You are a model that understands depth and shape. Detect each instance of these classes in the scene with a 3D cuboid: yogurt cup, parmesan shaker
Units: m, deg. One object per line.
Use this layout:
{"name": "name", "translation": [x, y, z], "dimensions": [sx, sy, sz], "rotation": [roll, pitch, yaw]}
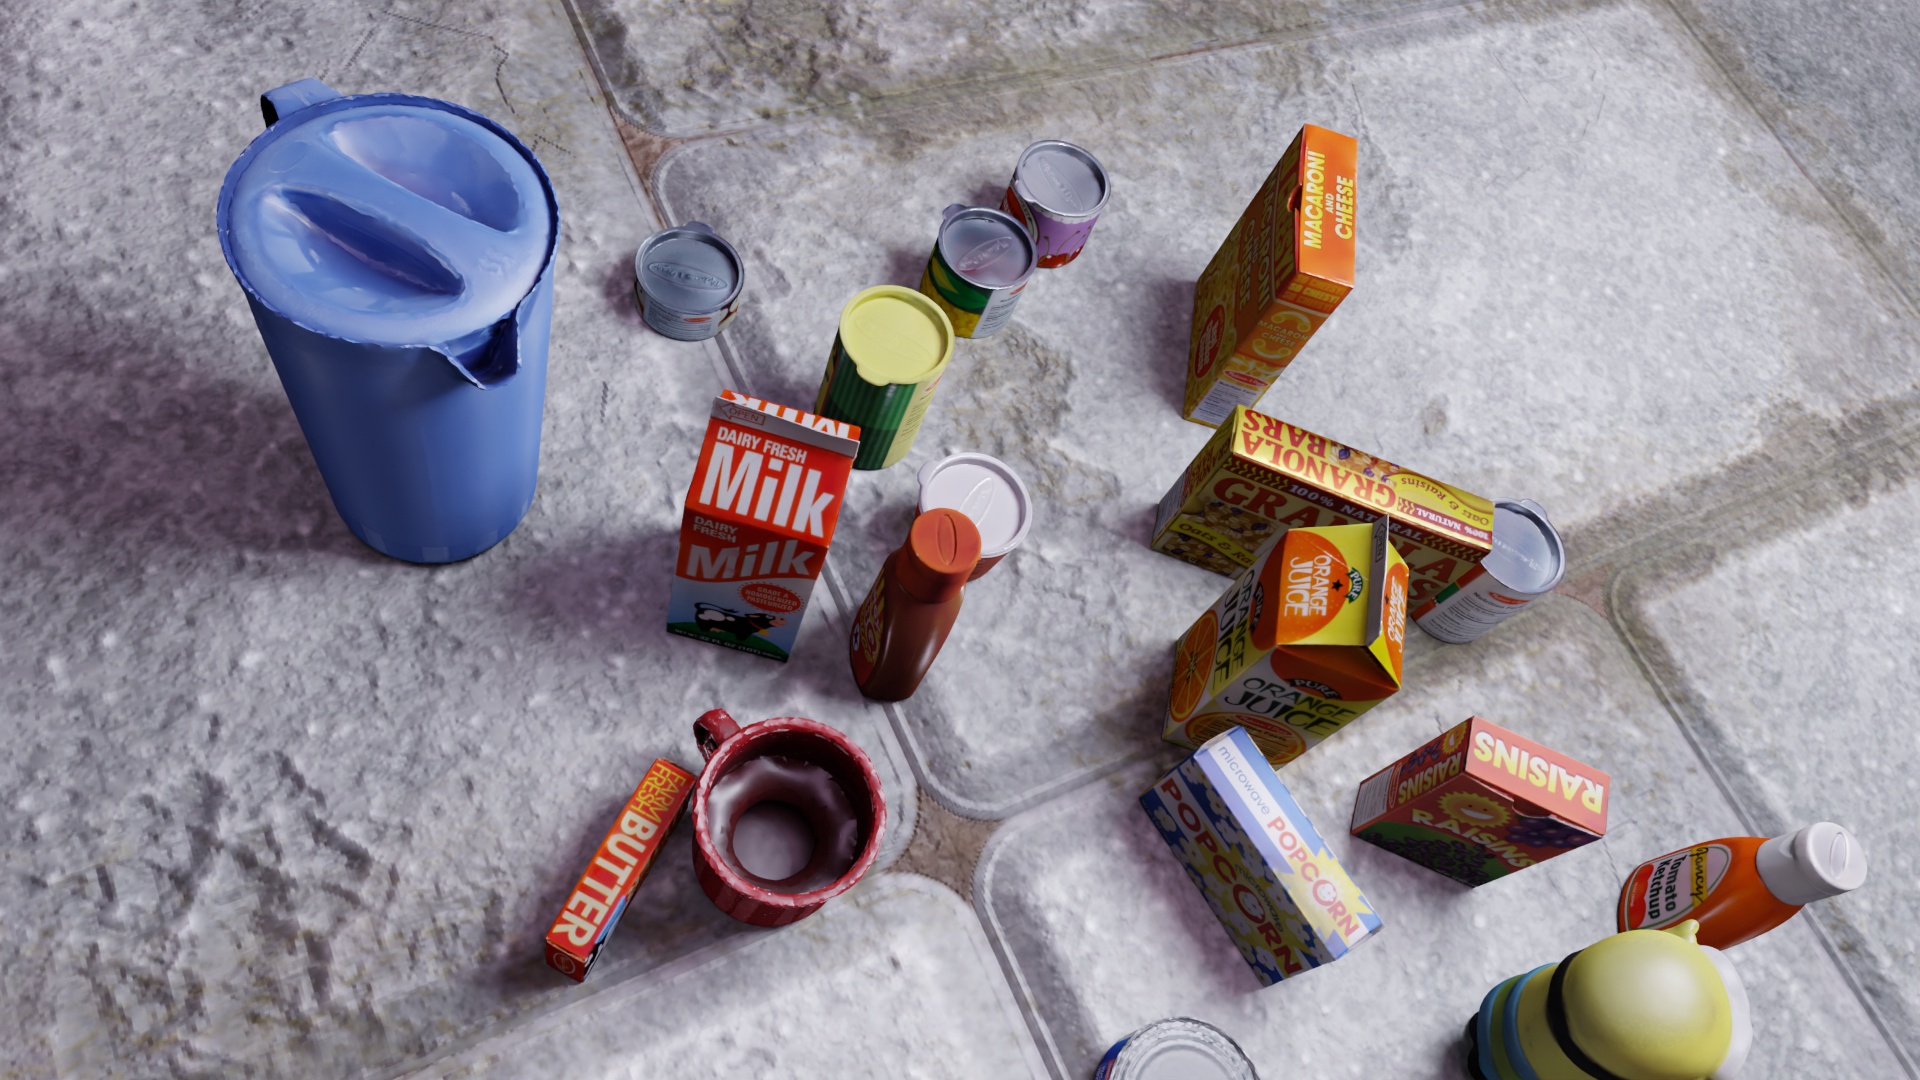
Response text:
{"name": "yogurt cup", "translation": [0.003, -0.010, 0.822], "dimensions": [0.072, 0.053, 0.073], "rotation": [7, 61, -13]}
{"name": "parmesan shaker", "translation": [-0.049, -0.092, 0.821], "dimensions": [0.071, 0.102, 0.071], "rotation": [7, 62, -13]}

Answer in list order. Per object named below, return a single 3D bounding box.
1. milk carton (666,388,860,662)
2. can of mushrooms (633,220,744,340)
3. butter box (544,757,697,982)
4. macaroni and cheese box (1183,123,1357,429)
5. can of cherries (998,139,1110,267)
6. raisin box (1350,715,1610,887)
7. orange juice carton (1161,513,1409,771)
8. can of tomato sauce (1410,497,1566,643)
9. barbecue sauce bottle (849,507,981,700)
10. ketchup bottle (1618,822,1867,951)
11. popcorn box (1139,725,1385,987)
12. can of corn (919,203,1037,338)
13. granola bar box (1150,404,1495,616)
{"name": "milk carton", "translation": [-0.102, -0.012, 0.712], "dimensions": [0.072, 0.189, 0.074], "rotation": [16, 60, -8]}
{"name": "can of mushrooms", "translation": [-0.168, -0.161, 0.862], "dimensions": [0.071, 0.033, 0.071], "rotation": [7, 61, -13]}
{"name": "butter box", "translation": [-0.167, 0.161, 0.681], "dimensions": [0.024, 0.053, 0.104], "rotation": [29, 59, -1]}
{"name": "macaroni and cheese box", "translation": [0.197, -0.165, 0.895], "dimensions": [0.040, 0.165, 0.124], "rotation": [15, 60, -8]}
{"name": "can of cherries", "translation": [0.060, -0.229, 0.952], "dimensions": [0.071, 0.058, 0.072], "rotation": [7, 62, -13]}
{"name": "raisin box", "translation": [0.289, 0.150, 0.781], "dimensions": [0.086, 0.122, 0.040], "rotation": [25, 59, -3]}
{"name": "orange juice carton", "translation": [0.183, 0.058, 0.758], "dimensions": [0.073, 0.191, 0.072], "rotation": [19, 60, -6]}
{"name": "can of tomato sauce", "translation": [0.332, 0.019, 0.887], "dimensions": [0.071, 0.082, 0.071], "rotation": [7, 62, -13]}
{"name": "barbecue sauce bottle", "translation": [-0.025, 0.032, 0.736], "dimensions": [0.044, 0.147, 0.065], "rotation": [5, 62, -14]}
{"name": "ketchup bottle", "translation": [0.440, 0.197, 0.787], "dimensions": [0.043, 0.148, 0.065], "rotation": [30, 59, 0]}
{"name": "popcorn box", "translation": [0.159, 0.172, 0.754], "dimensions": [0.038, 0.084, 0.127], "rotation": [-27, 73, -26]}
{"name": "can of corn", "translation": [0.009, -0.177, 0.909], "dimensions": [0.071, 0.058, 0.071], "rotation": [7, 62, -13]}
{"name": "granola bar box", "translation": [0.216, -0.008, 0.843], "dimensions": [0.165, 0.123, 0.039], "rotation": [20, 60, -6]}
